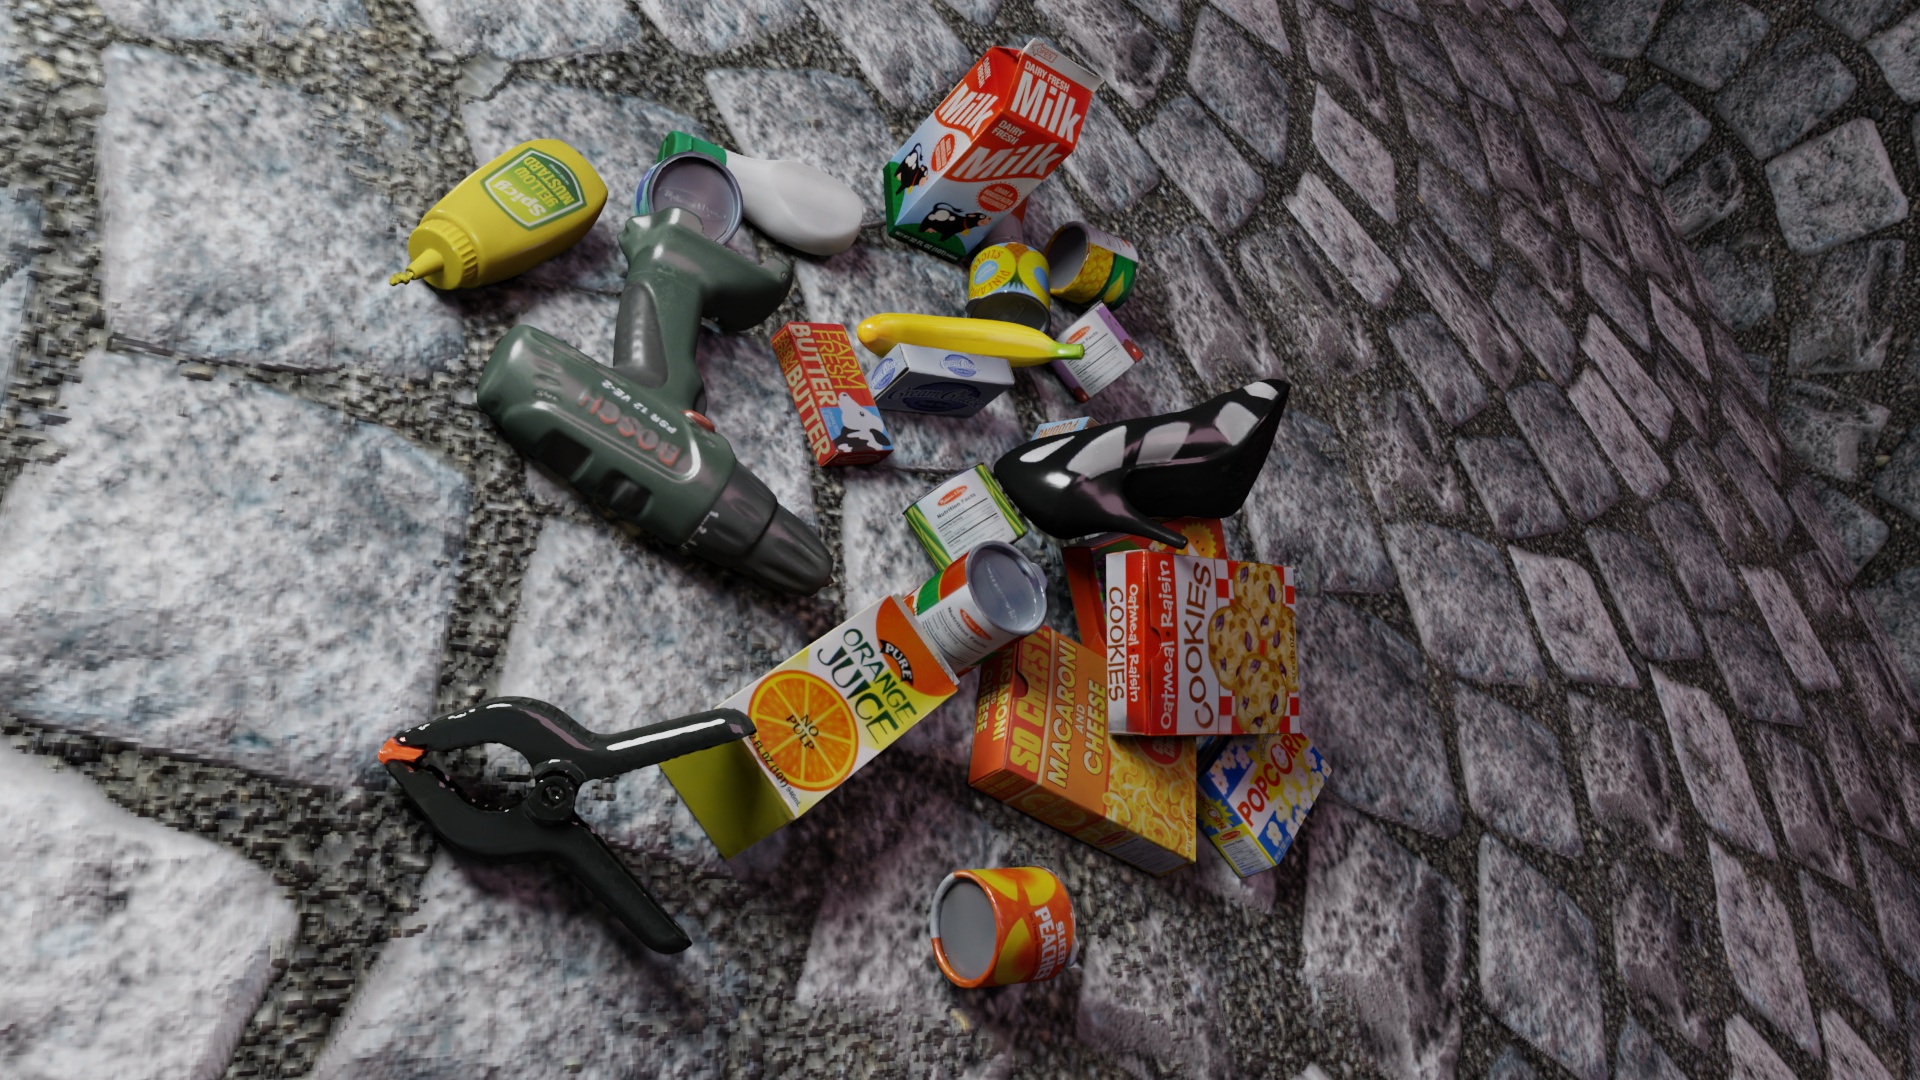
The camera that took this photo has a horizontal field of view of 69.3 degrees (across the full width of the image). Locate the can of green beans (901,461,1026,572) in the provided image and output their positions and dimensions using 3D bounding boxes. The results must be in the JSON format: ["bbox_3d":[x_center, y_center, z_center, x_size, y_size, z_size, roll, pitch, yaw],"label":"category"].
[{"bbox_3d":[0.003,-0.012,0.944,0.071,0.071,0.058,-28,85,-48],"label":"can of green beans"}]

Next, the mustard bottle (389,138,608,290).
[{"bbox_3d":[-0.276,-0.185,0.820,0.065,0.048,0.161,44,42,-8],"label":"mustard bottle"}]

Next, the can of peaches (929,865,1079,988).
[{"bbox_3d":[0.025,0.223,0.802,0.058,0.071,0.071,9,58,-38],"label":"can of peaches"}]

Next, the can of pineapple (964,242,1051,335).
[{"bbox_3d":[0.037,-0.194,1.098,0.071,0.070,0.058,25,48,-28],"label":"can of pineapple"}]

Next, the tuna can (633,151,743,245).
[{"bbox_3d":[-0.182,-0.220,0.923,0.071,0.033,0.071,-1,93,-30],"label":"tuna can"}]

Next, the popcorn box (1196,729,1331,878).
[{"bbox_3d":[0.218,0.178,1.033,0.085,0.038,0.127,52,41,-1],"label":"popcorn box"}]

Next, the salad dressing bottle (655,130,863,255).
[{"bbox_3d":[-0.142,-0.249,0.991,0.148,0.043,0.064,15,59,-33],"label":"salad dressing bottle"}]

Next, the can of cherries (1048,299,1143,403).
[{"bbox_3d":[0.107,-0.154,1.138,0.058,0.071,0.072,51,41,-3],"label":"can of cherries"}]

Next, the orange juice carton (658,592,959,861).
[{"bbox_3d":[-0.072,0.095,0.798,0.072,0.072,0.193,55,41,2],"label":"orange juice carton"}]

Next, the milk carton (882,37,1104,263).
[{"bbox_3d":[0.022,-0.305,1.067,0.072,0.189,0.074,18,52,-34],"label":"milk carton"}]

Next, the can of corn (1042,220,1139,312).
[{"bbox_3d":[0.109,-0.232,1.194,0.058,0.071,0.071,14,55,-35],"label":"can of corn"}]

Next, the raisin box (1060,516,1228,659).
[{"bbox_3d":[0.140,0.029,1.017,0.124,0.040,0.086,-17,99,-31],"label":"raisin box"}]

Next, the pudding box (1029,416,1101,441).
[{"bbox_3d":[0.089,-0.065,1.046,0.049,0.083,0.030,36,77,-20],"label":"pudding box"}]

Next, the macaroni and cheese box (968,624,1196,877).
[{"bbox_3d":[0.088,0.138,0.940,0.166,0.040,0.124,30,46,-25],"label":"macaroni and cheese box"}]

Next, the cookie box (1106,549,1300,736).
[{"bbox_3d":[0.172,0.074,0.970,0.168,0.040,0.123,7,79,-41],"label":"cookie box"}]

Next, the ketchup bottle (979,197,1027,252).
[{"bbox_3d":[0.029,-0.293,1.176,0.065,0.043,0.149,16,53,-34],"label":"ketchup bottle"}]

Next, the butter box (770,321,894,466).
[{"bbox_3d":[-0.088,-0.100,0.953,0.053,0.024,0.103,-7,69,-45],"label":"butter box"}]

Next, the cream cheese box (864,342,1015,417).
[{"bbox_3d":[-0.016,-0.114,1.005,0.104,0.053,0.024,2,62,-42],"label":"cream cheese box"}]

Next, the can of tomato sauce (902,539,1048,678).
[{"bbox_3d":[0.006,0.046,0.895,0.071,0.082,0.071,23,50,-30],"label":"can of tomato sauce"}]
